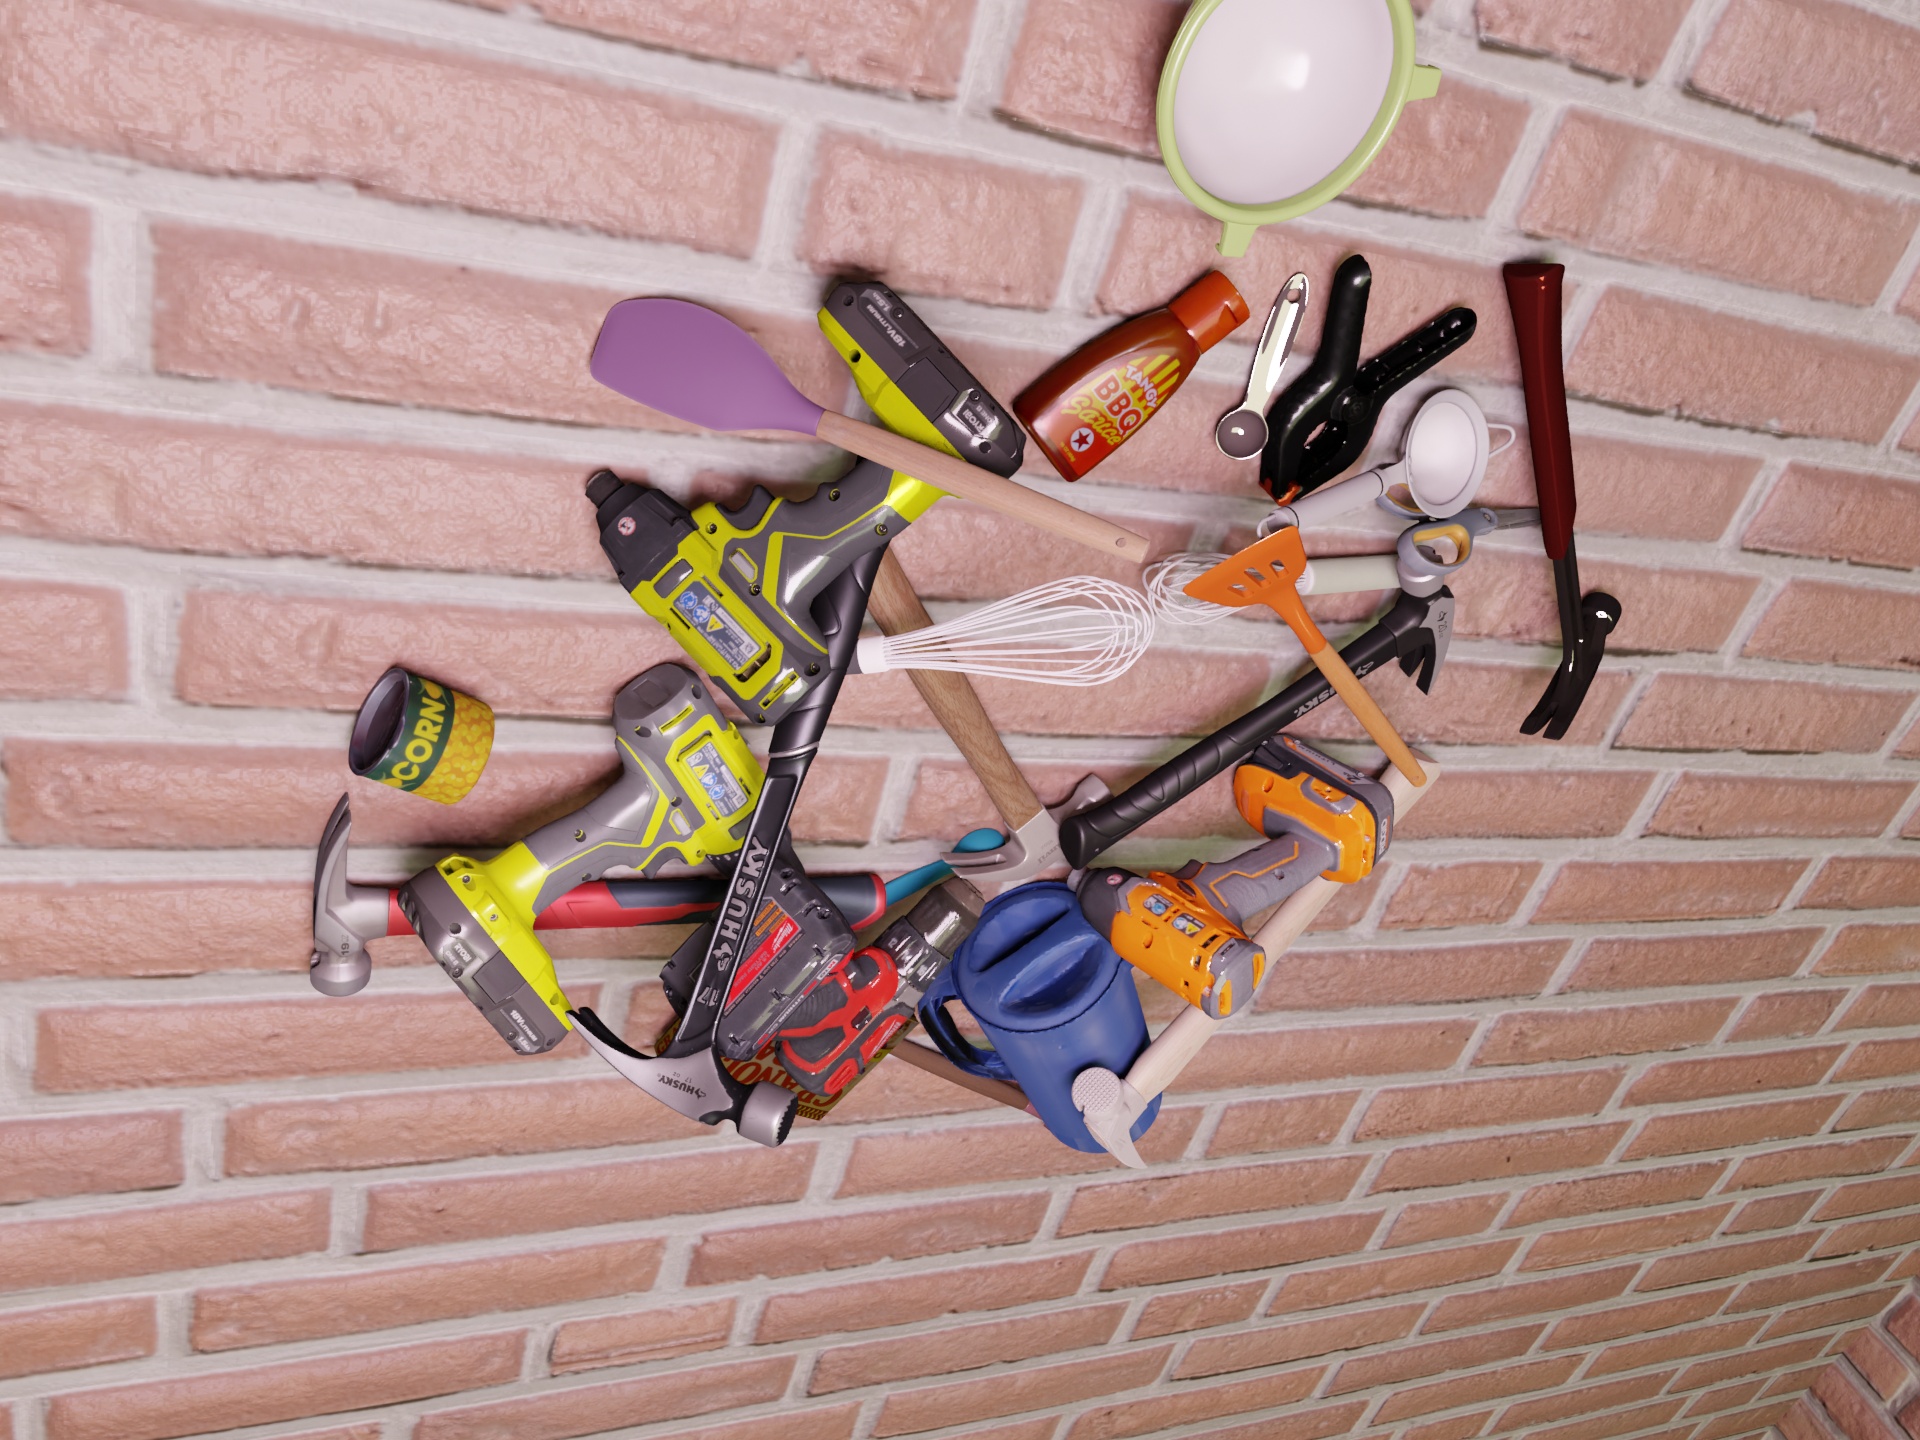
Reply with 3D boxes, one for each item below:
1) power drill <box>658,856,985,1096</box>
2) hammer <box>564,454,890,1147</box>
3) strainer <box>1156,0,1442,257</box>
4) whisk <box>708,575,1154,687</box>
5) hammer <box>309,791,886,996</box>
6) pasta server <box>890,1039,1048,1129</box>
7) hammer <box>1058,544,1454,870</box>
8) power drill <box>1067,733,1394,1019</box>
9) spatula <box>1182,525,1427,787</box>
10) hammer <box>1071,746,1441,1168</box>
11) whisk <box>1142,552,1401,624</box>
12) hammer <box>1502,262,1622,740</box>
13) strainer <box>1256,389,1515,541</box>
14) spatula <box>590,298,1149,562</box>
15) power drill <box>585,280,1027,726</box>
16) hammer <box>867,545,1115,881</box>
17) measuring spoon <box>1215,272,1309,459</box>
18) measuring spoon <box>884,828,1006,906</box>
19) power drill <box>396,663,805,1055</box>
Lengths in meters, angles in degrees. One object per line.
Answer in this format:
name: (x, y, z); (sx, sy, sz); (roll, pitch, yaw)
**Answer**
power drill: (-0.080, 0.163, 1.077); (0.188, 0.080, 0.226); (-47, 153, -1)
hammer: (-0.110, 0.035, 0.949); (0.036, 0.149, 0.409); (25, 83, -78)
strainer: (0.135, -0.380, 0.831); (0.151, 0.069, 0.256); (-39, 132, 11)
whisk: (-0.022, -0.045, 0.978); (0.284, 0.070, 0.070); (-6, 134, 14)
hammer: (-0.229, 0.112, 1.076); (0.386, 0.038, 0.143); (1, 124, -26)
pasta server: (0.033, 0.315, 1.373); (0.316, 0.040, 0.060); (31, 109, -35)
hammer: (0.216, 0.008, 1.163); (0.335, 0.035, 0.146); (-33, 145, -2)
power drill: (0.199, 0.107, 1.189); (0.226, 0.164, 0.084); (-37, 138, -28)
spatula: (0.256, -0.032, 1.090); (0.081, 0.041, 0.322); (-30, 133, 20)
hammer: (0.247, 0.182, 1.269); (0.410, 0.038, 0.146); (-45, 144, -13)
whisk: (0.234, -0.100, 1.119); (0.246, 0.059, 0.057); (-6, 132, -28)
hammer: (0.420, -0.158, 1.131); (0.149, 0.037, 0.358); (-51, 135, -30)
strainer: (0.276, -0.160, 1.051); (0.258, 0.050, 0.086); (-25, 113, -36)
spatula: (-0.049, -0.149, 0.832); (0.316, 0.018, 0.060); (24, 97, 7)
power drill: (-0.089, -0.130, 0.888); (0.223, 0.080, 0.171); (-43, 91, 10)
hammer: (-0.002, -0.003, 1.085); (0.130, 0.031, 0.331); (-39, 131, -8)
measuring spoon: (0.196, -0.227, 1.021); (0.034, 0.018, 0.124); (15, 115, -7)
measuring spoon: (-0.021, 0.122, 1.190); (0.128, 0.021, 0.042); (-26, 133, -7)
power drill: (-0.214, 0.100, 1.005); (0.228, 0.080, 0.190); (-39, 126, -16)
